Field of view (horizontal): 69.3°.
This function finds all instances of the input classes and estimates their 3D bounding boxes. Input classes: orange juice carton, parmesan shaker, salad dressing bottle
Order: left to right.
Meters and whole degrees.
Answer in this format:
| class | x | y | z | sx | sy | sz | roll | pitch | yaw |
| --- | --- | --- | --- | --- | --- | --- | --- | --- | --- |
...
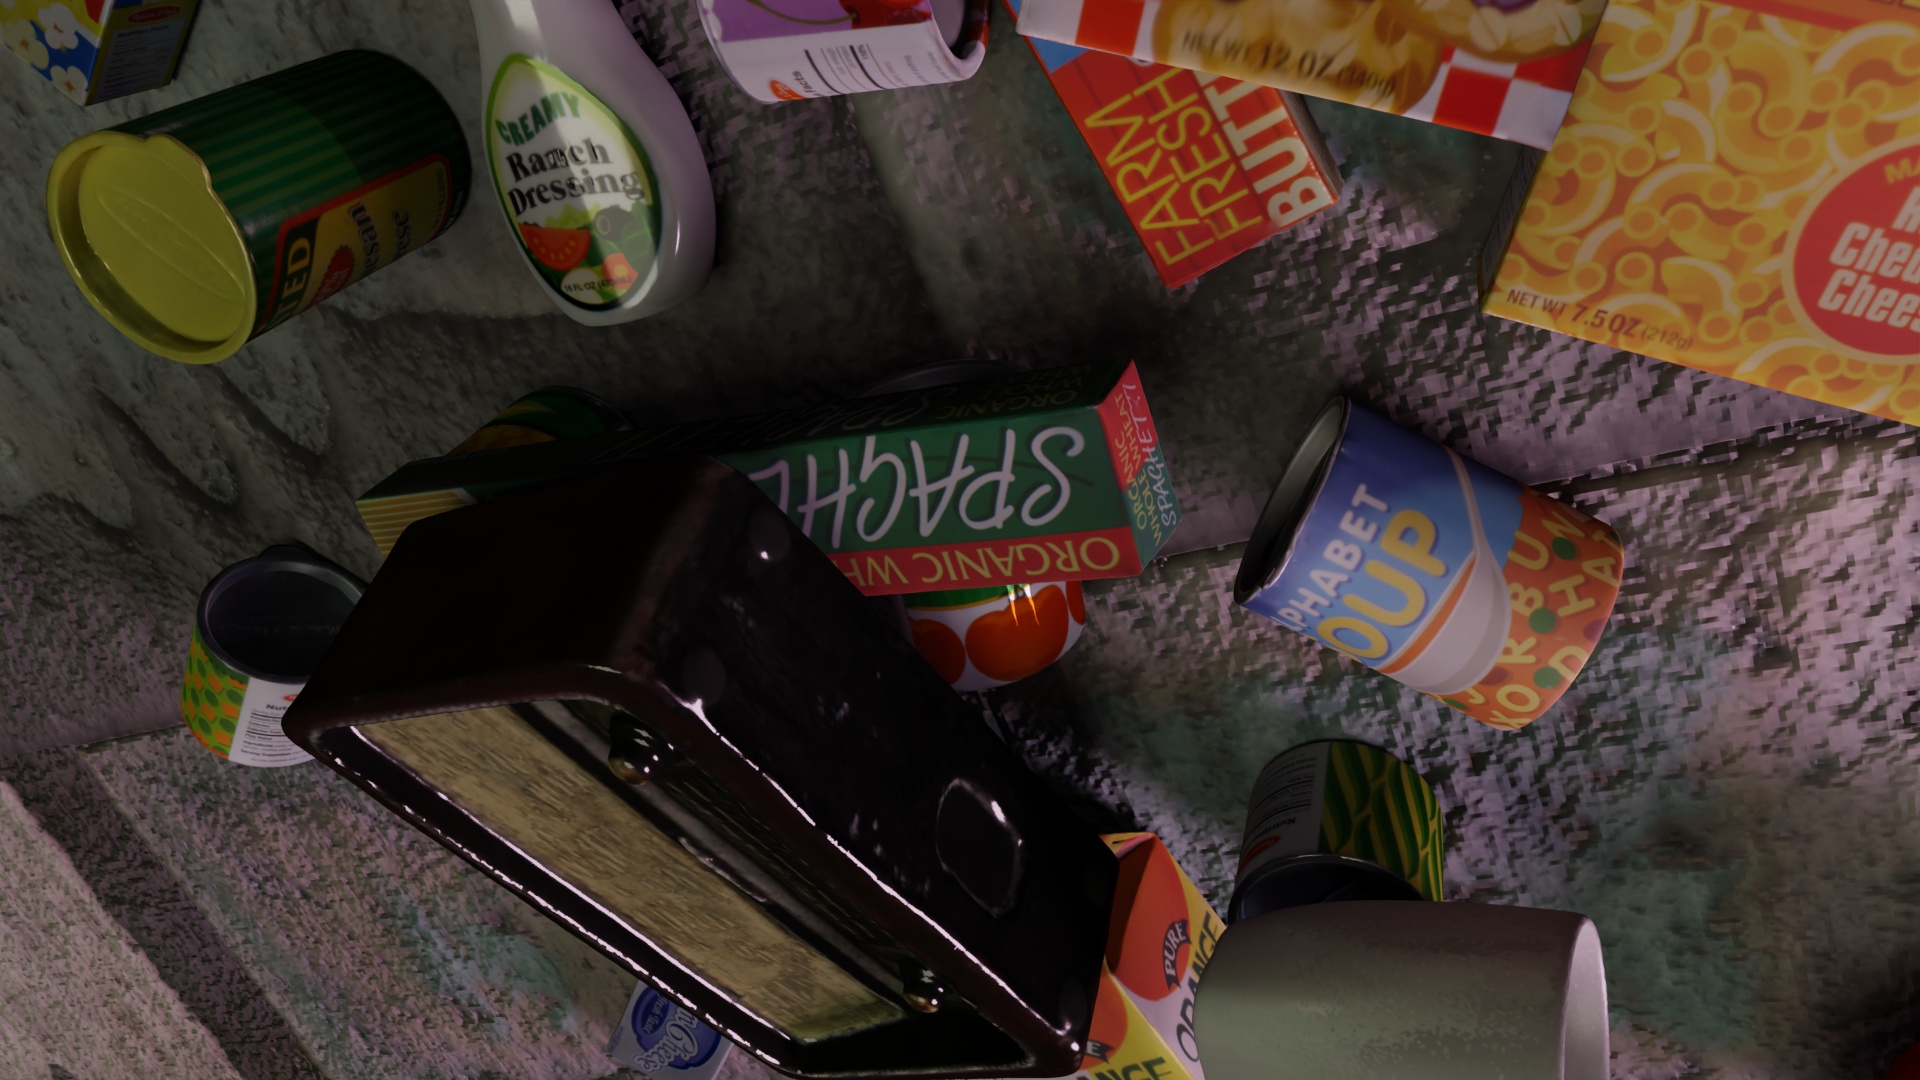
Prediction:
| class | x | y | z | sx | sy | sz | roll | pitch | yaw |
| --- | --- | --- | --- | --- | --- | --- | --- | --- | --- |
| parmesan shaker | -0.204 | -0.106 | 0.418 | 0.071 | 0.103 | 0.071 | 9 | 123 | 15 |
| salad dressing bottle | -0.116 | -0.138 | 0.403 | 0.064 | 0.044 | 0.147 | -5 | 118 | 21 |
| orange juice carton | 0.065 | 0.180 | 0.515 | 0.071 | 0.073 | 0.192 | -28 | 107 | 32 |

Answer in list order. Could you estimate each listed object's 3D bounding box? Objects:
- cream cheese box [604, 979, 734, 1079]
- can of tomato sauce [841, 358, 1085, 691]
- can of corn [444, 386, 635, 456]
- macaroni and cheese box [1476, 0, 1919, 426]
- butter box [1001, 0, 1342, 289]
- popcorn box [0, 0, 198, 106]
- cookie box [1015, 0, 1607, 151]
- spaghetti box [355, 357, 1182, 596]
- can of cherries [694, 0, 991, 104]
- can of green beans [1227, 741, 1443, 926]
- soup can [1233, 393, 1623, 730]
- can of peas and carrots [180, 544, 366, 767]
| class | x | y | z | sx | sy | sz | roll | pitch | yaw |
| --- | --- | --- | --- | --- | --- | --- | --- | --- | --- |
| cream cheese box | -0.123 | 0.211 | 0.631 | 0.053 | 0.024 | 0.103 | 28 | 125 | 1 |
| can of tomato sauce | 0.002 | -0.005 | 0.430 | 0.071 | 0.071 | 0.082 | -3 | 120 | 21 |
| can of corn | -0.150 | -0.012 | 0.484 | 0.071 | 0.058 | 0.070 | 9 | 122 | 15 |
| macaroni and cheese box | 0.205 | -0.115 | 0.305 | 0.124 | 0.040 | 0.165 | 17 | 124 | 9 |
| butter box | 0.054 | -0.122 | 0.364 | 0.053 | 0.024 | 0.103 | -23 | 110 | 29 |
| popcorn box | -0.298 | -0.210 | 0.428 | 0.126 | 0.038 | 0.085 | 40 | 124 | -7 |
| cookie box | 0.090 | -0.181 | 0.290 | 0.123 | 0.040 | 0.166 | 14 | 116 | 5 |
| spaghetti box | -0.065 | -0.009 | 0.393 | 0.250 | 0.029 | 0.050 | -5 | 119 | 26 |
| can of cherries | -0.029 | -0.150 | 0.352 | 0.058 | 0.072 | 0.071 | 0 | 120 | 19 |
| can of green beans | 0.125 | 0.110 | 0.459 | 0.071 | 0.058 | 0.071 | 9 | 122 | 14 |
| soup can | 0.128 | 0.008 | 0.388 | 0.084 | 0.072 | 0.071 | 26 | 125 | 3 |
| can of peas and carrots | -0.276 | 0.047 | 0.562 | 0.071 | 0.071 | 0.058 | 33 | 126 | -2 |
